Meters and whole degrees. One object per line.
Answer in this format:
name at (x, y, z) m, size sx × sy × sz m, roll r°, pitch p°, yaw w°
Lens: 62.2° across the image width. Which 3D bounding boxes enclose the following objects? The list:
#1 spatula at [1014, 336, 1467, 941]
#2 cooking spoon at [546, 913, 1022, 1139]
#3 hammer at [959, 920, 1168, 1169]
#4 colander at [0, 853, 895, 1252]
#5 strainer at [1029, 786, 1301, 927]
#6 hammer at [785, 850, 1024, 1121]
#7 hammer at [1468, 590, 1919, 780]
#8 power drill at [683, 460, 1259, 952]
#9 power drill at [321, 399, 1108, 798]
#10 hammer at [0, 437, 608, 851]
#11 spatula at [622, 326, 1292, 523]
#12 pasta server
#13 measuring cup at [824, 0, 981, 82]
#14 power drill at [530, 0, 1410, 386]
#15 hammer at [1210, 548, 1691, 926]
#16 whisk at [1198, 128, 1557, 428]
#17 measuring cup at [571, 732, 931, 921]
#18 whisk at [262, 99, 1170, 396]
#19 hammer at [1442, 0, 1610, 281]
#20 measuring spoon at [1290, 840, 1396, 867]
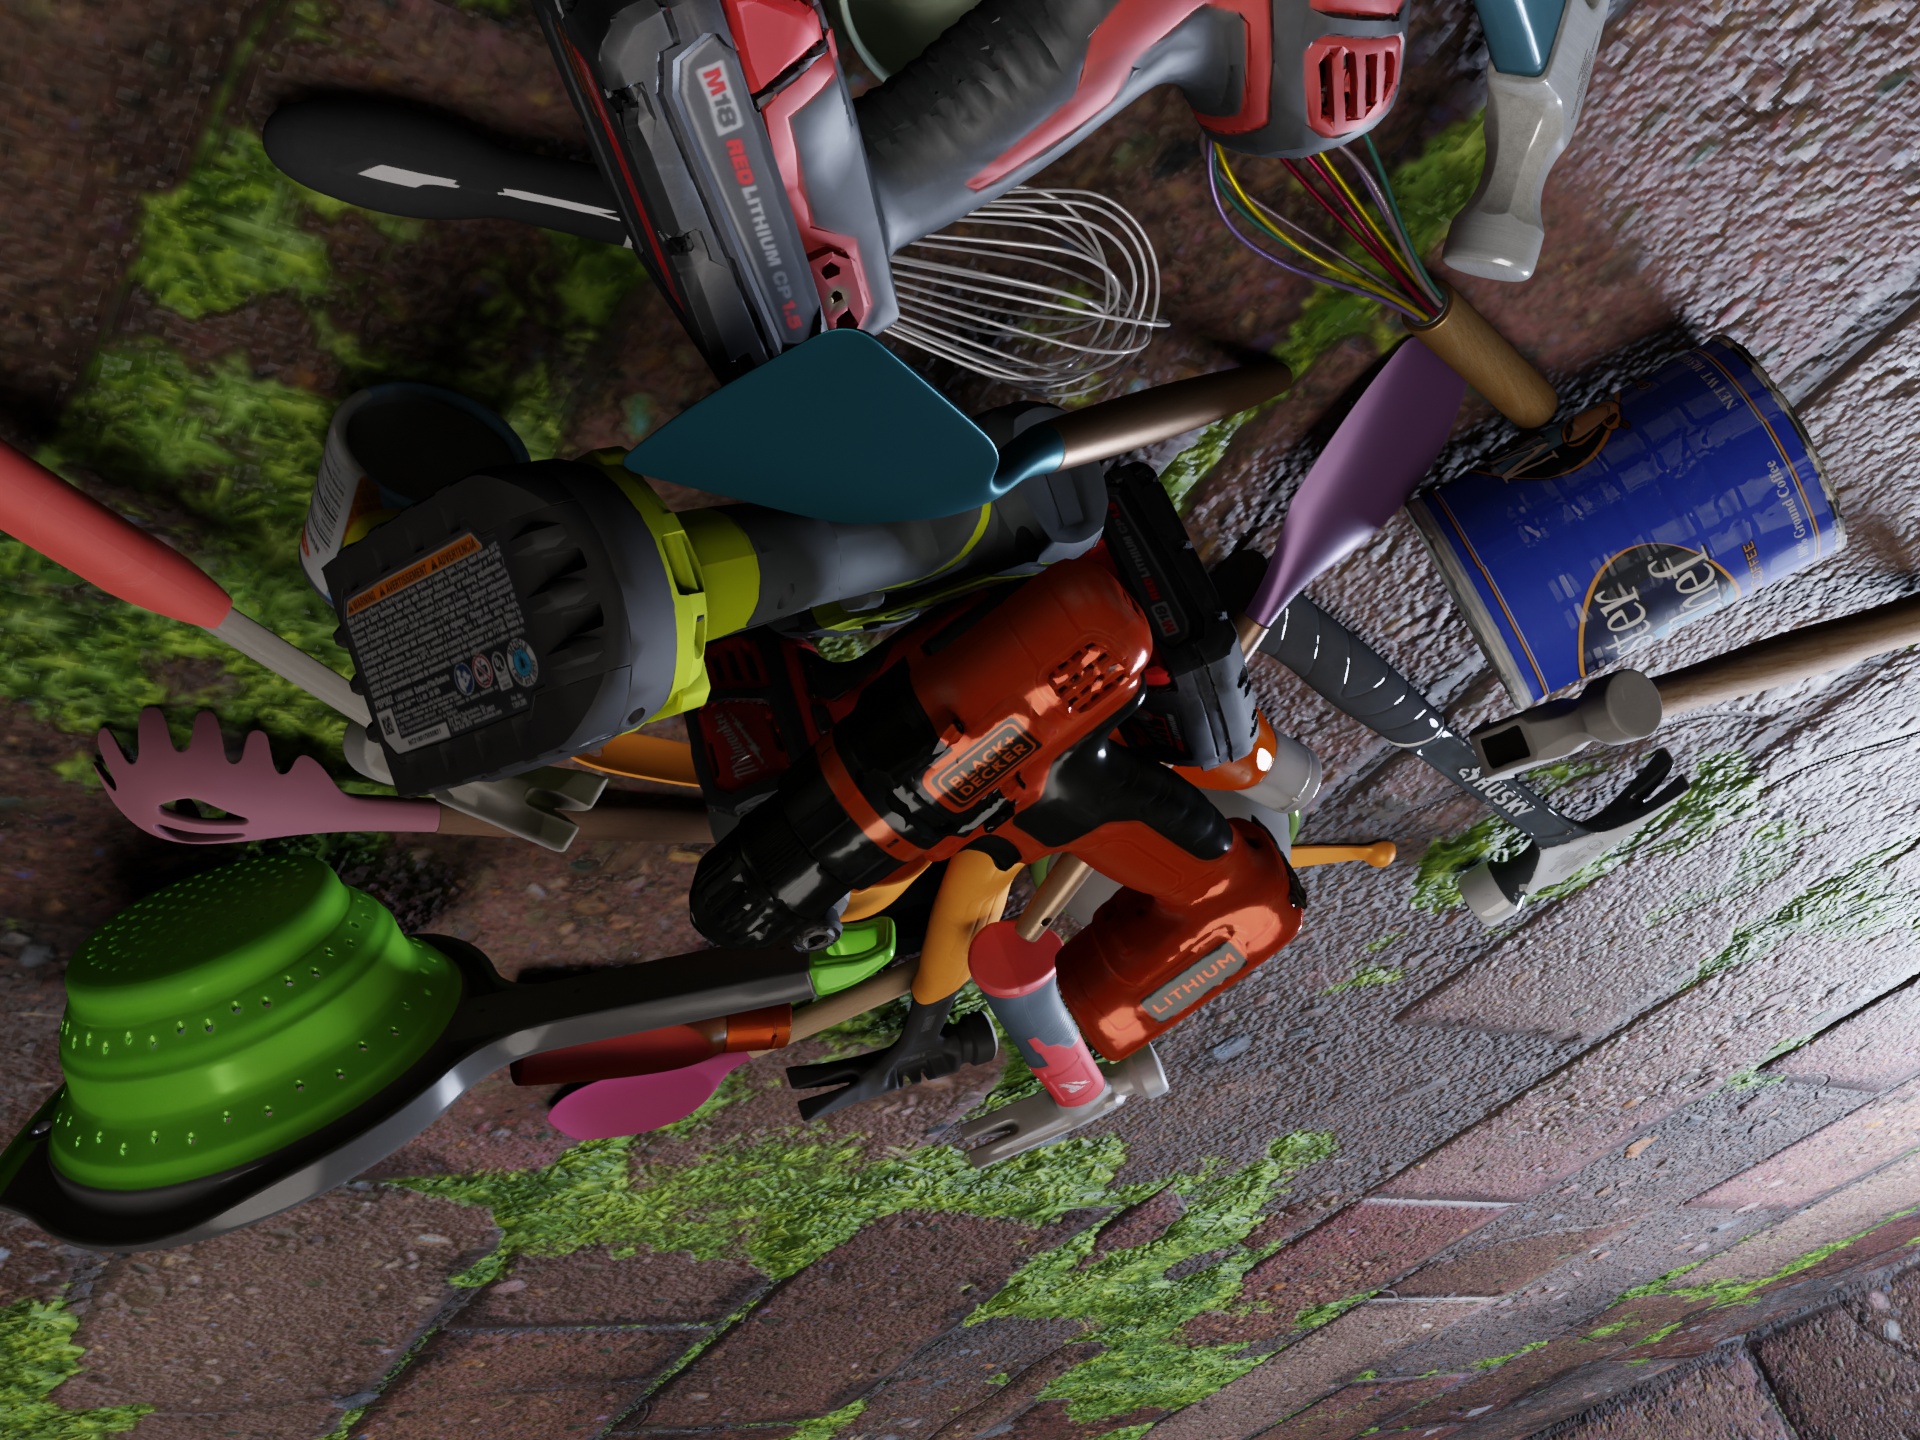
spatula at (0.115, -0.023, 0.691) m, size 0.059 × 0.018 × 0.316 m, roll 19°, pitch 114°, yaw -38°
cooking spoon at (-0.102, 0.181, 0.934) m, size 0.319 × 0.017 × 0.068 m, roll -25°, pitch 136°, yaw 12°
hammer at (0.037, 0.191, 0.911) m, size 0.143 × 0.038 × 0.386 m, roll -24°, pitch 155°, yaw 1°
colander at (-0.229, 0.104, 0.676) m, size 0.397 × 0.205 × 0.094 m, roll -12°, pitch 112°, yaw 3°
strainer at (0.118, 0.121, 0.890) m, size 0.151 × 0.069 × 0.256 m, roll -9°, pitch 140°, yaw -5°
hammer at (-0.015, 0.129, 0.830) m, size 0.127 × 0.034 × 0.336 m, roll -14°, pitch 153°, yaw -18°
hammer at (0.387, -0.024, 0.785) m, size 0.331 × 0.031 × 0.130 m, roll -14°, pitch 172°, yaw -26°
power drill at (-0.001, -0.002, 0.637) m, size 0.219 × 0.143 × 0.078 m, roll -22°, pitch 146°, yaw 4°
power drill at (-0.079, -0.045, 0.525) m, size 0.171 × 0.080 × 0.223 m, roll -15°, pitch -176°, yaw 43°
hammer at (-0.275, -0.060, 0.498) m, size 0.149 × 0.037 × 0.358 m, roll 12°, pitch 158°, yaw 43°
spatula at (0.036, -0.100, 0.497) m, size 0.082 × 0.044 × 0.317 m, roll -21°, pitch -176°, yaw 37°
pasta server at (-0.206, 0.037, 0.707) m, size 0.316 × 0.040 × 0.060 m, roll 5°, pitch 138°, yaw -32°
measuring cup at (0.037, -0.227, 0.456) m, size 0.167 × 0.038 × 0.083 m, roll -16°, pitch 140°, yaw -20°
power drill at (0.013, -0.197, 0.382) m, size 0.226 × 0.080 × 0.187 m, roll -27°, pitch 142°, yaw -9°
hammer at (0.252, 0.009, 0.833) m, size 0.149 × 0.036 × 0.408 m, roll -37°, pitch 138°, yaw 24°
whisk at (0.161, -0.164, 0.577) m, size 0.051 × 0.047 × 0.244 m, roll -40°, pitch 141°, yaw 26°
measuring cup at (-0.095, 0.039, 0.708) m, size 0.173 × 0.095 × 0.052 m, roll 13°, pitch 143°, yaw -19°
whisk at (-0.064, -0.152, 0.498) m, size 0.284 × 0.070 × 0.070 m, roll 6°, pitch 138°, yaw -20°
hammer at (0.120, -0.204, 0.375) m, size 0.331 × 0.033 × 0.128 m, roll -2°, pitch 109°, yaw -64°
measuring spoon at (0.203, 0.083, 0.927) m, size 0.117 × 0.011 × 0.021 m, roll -2°, pitch 141°, yaw -17°
